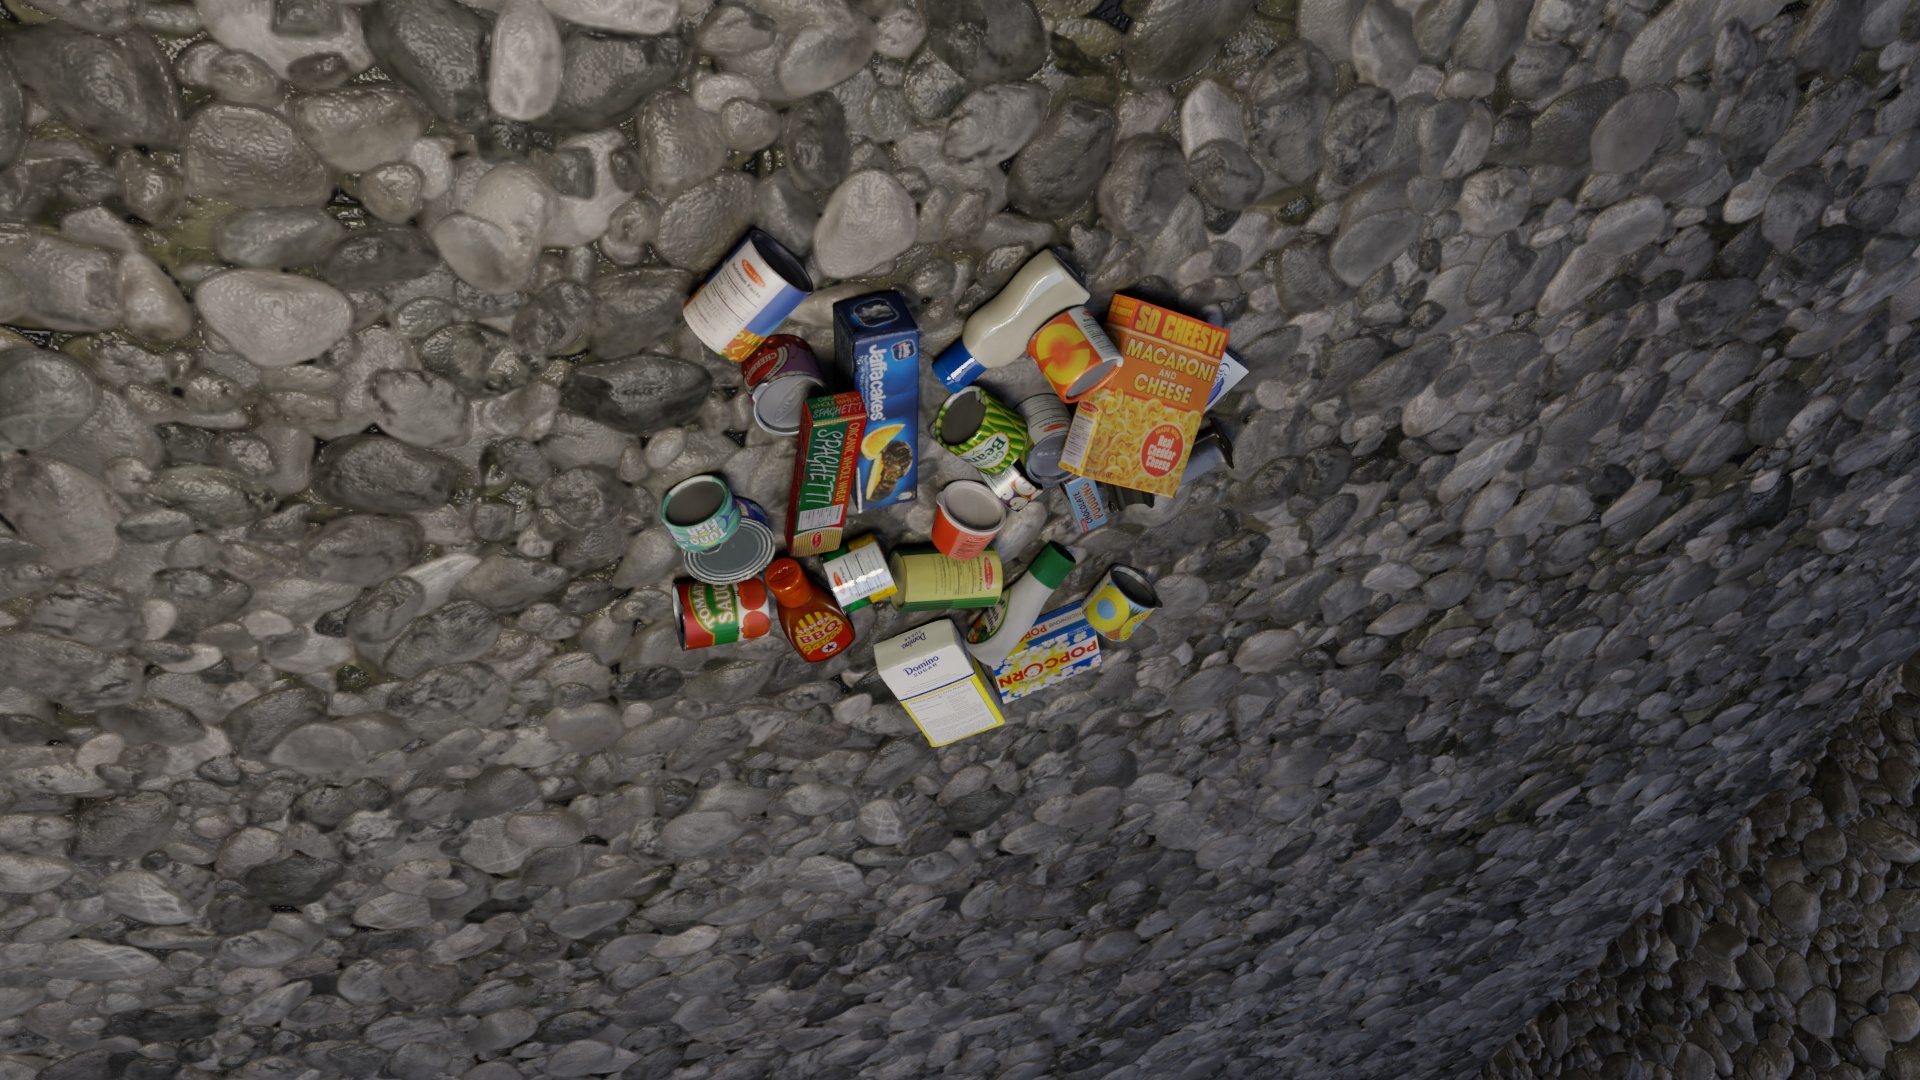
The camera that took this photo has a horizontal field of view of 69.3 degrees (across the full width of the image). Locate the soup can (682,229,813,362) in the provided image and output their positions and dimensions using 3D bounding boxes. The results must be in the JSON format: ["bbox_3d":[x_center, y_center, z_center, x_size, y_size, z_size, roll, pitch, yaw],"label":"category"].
[{"bbox_3d":[-0.167,-0.193,1.101,0.083,0.071,0.071,-42,136,20],"label":"soup can"}]

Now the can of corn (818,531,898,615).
[{"bbox_3d":[-0.100,0.032,1.365,0.058,0.071,0.071,-23,139,-2],"label":"can of corn"}]

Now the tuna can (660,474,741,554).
[{"bbox_3d":[-0.232,-0.023,1.239,0.071,0.071,0.032,-23,137,-2],"label":"tuna can"}]

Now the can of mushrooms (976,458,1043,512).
[{"bbox_3d":[0.048,-0.062,1.337,0.033,0.071,0.071,-41,136,16],"label":"can of mushrooms"}]

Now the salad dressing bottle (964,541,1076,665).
[{"bbox_3d":[0.065,0.067,1.486,0.044,0.064,0.147,32,107,-22],"label":"salad dressing bottle"}]

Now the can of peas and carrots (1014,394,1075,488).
[{"bbox_3d":[0.083,-0.095,1.325,0.071,0.059,0.070,-13,138,-12],"label":"can of peas and carrots"}]

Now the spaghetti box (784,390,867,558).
[{"bbox_3d":[-0.122,-0.054,1.234,0.050,0.029,0.248,-11,156,-17],"label":"spaghetti box"}]

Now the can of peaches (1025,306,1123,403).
[{"bbox_3d":[0.099,-0.161,1.221,0.071,0.058,0.071,-32,165,-10],"label":"can of peaches"}]

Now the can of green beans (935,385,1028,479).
[{"bbox_3d":[0.019,-0.102,1.281,0.071,0.071,0.058,-42,135,19],"label":"can of green beans"}]

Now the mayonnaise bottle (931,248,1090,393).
[{"bbox_3d":[0.040,-0.189,1.222,0.148,0.041,0.064,-38,142,16],"label":"mayonnaise bottle"}]

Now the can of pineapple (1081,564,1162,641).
[{"bbox_3d":[0.177,0.071,1.533,0.071,0.071,0.057,14,127,-35],"label":"can of pineapple"}]

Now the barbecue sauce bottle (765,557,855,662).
[{"bbox_3d":[-0.153,0.067,1.375,0.065,0.044,0.148,-28,147,-3],"label":"barbecue sauce bottle"}]

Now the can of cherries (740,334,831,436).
[{"bbox_3d":[-0.150,-0.133,1.175,0.071,0.058,0.071,-13,138,-12],"label":"can of cherries"}]

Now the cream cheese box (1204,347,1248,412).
[{"bbox_3d":[0.228,-0.149,1.365,0.103,0.024,0.053,-44,137,21],"label":"cream cheese box"}]

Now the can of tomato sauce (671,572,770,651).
[{"bbox_3d":[-0.230,0.066,1.335,0.083,0.071,0.070,-8,136,-19],"label":"can of tomato sauce"}]

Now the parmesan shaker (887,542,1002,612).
[{"bbox_3d":[-0.018,0.035,1.409,0.103,0.071,0.071,-3,134,-22],"label":"parmesan shaker"}]

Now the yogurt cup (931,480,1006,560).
[{"bbox_3d":[0.005,-0.017,1.365,0.072,0.073,0.053,-1,141,-25],"label":"yogurt cup"}]

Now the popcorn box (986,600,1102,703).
[{"bbox_3d":[0.093,0.127,1.573,0.127,0.038,0.084,-22,140,-4],"label":"popcorn box"}]

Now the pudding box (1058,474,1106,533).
[{"bbox_3d":[0.117,-0.052,1.392,0.030,0.050,0.083,-26,139,-1],"label":"pudding box"}]

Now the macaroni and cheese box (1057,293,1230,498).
[{"bbox_3d":[0.171,-0.133,1.292,0.124,0.040,0.166,11,101,-36],"label":"macaroni and cheese box"}]
